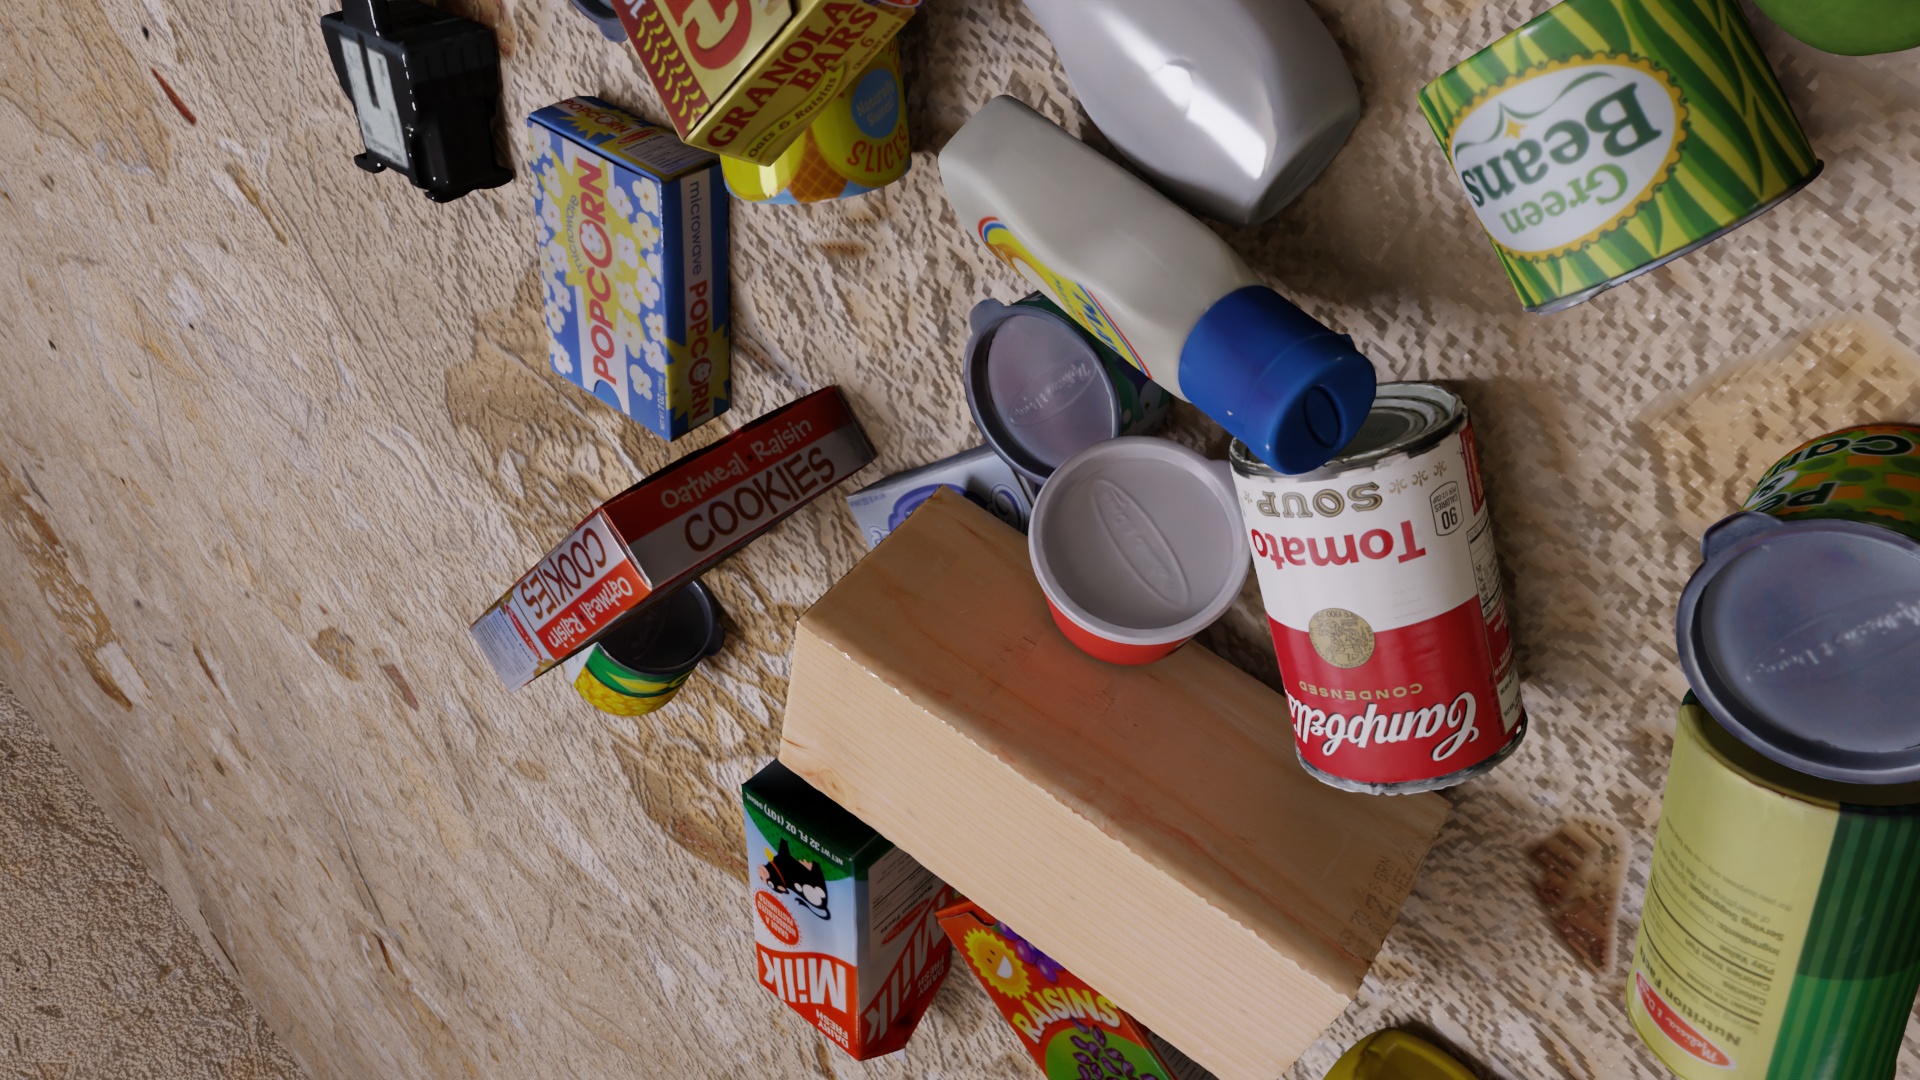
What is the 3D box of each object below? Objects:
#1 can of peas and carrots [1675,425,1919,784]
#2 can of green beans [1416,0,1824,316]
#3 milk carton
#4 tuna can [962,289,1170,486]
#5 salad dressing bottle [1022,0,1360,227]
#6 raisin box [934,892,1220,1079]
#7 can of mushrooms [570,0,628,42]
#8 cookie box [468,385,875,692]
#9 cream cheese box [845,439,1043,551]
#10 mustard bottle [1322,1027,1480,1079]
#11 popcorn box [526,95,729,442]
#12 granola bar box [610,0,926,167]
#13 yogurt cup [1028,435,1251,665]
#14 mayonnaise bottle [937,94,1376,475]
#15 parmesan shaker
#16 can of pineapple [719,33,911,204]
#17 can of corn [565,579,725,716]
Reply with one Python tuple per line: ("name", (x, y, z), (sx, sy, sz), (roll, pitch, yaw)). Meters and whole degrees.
("can of peas and carrots", (0.209, 0.011, 0.323), (0.071, 0.059, 0.070), (25, 131, 33))
("can of green beans", (0.145, -0.092, 0.311), (0.071, 0.071, 0.058), (-24, 97, 50))
("milk carton", (-0.053, 0.184, 0.690), (0.072, 0.074, 0.189), (26, 132, 31))
("tuna can", (0.035, -0.056, 0.472), (0.071, 0.033, 0.070), (25, 131, 32))
("salad dressing bottle", (0.044, -0.153, 0.390), (0.148, 0.044, 0.064), (48, 143, 12))
("raisin box", (0.054, 0.201, 0.621), (0.123, 0.040, 0.085), (55, 141, 2))
("can of mushrooms", (-0.124, -0.225, 0.517), (0.071, 0.033, 0.070), (24, 130, 32))
("cookie box", (-0.129, 0.001, 0.603), (0.167, 0.123, 0.040), (-29, 95, 50))
("cream cheese box", (0.002, -0.007, 0.544), (0.103, 0.024, 0.053), (-14, 107, 49))
("mustard bottle", (0.158, 0.256, 0.547), (0.065, 0.049, 0.159), (33, 136, 26))
("popcorn box", (-0.143, -0.118, 0.604), (0.085, 0.038, 0.126), (30, 133, 26))
("granola bar box", (-0.065, -0.214, 0.399), (0.123, 0.039, 0.166), (-38, 72, 29))
("yogurt cup", (0.056, 0.007, 0.446), (0.072, 0.072, 0.053), (42, 166, 16))
("mayonnaise bottle", (0.052, -0.073, 0.393), (0.148, 0.041, 0.064), (48, -177, 40))
("parmesan shaker", (0.218, 0.091, 0.360), (0.071, 0.071, 0.102), (18, 127, 36))
("can of pineapple", (-0.050, -0.150, 0.468), (0.071, 0.071, 0.057), (18, 128, 36))
("can of corn", (-0.164, 0.052, 0.719), (0.071, 0.071, 0.058), (50, 141, 7))
